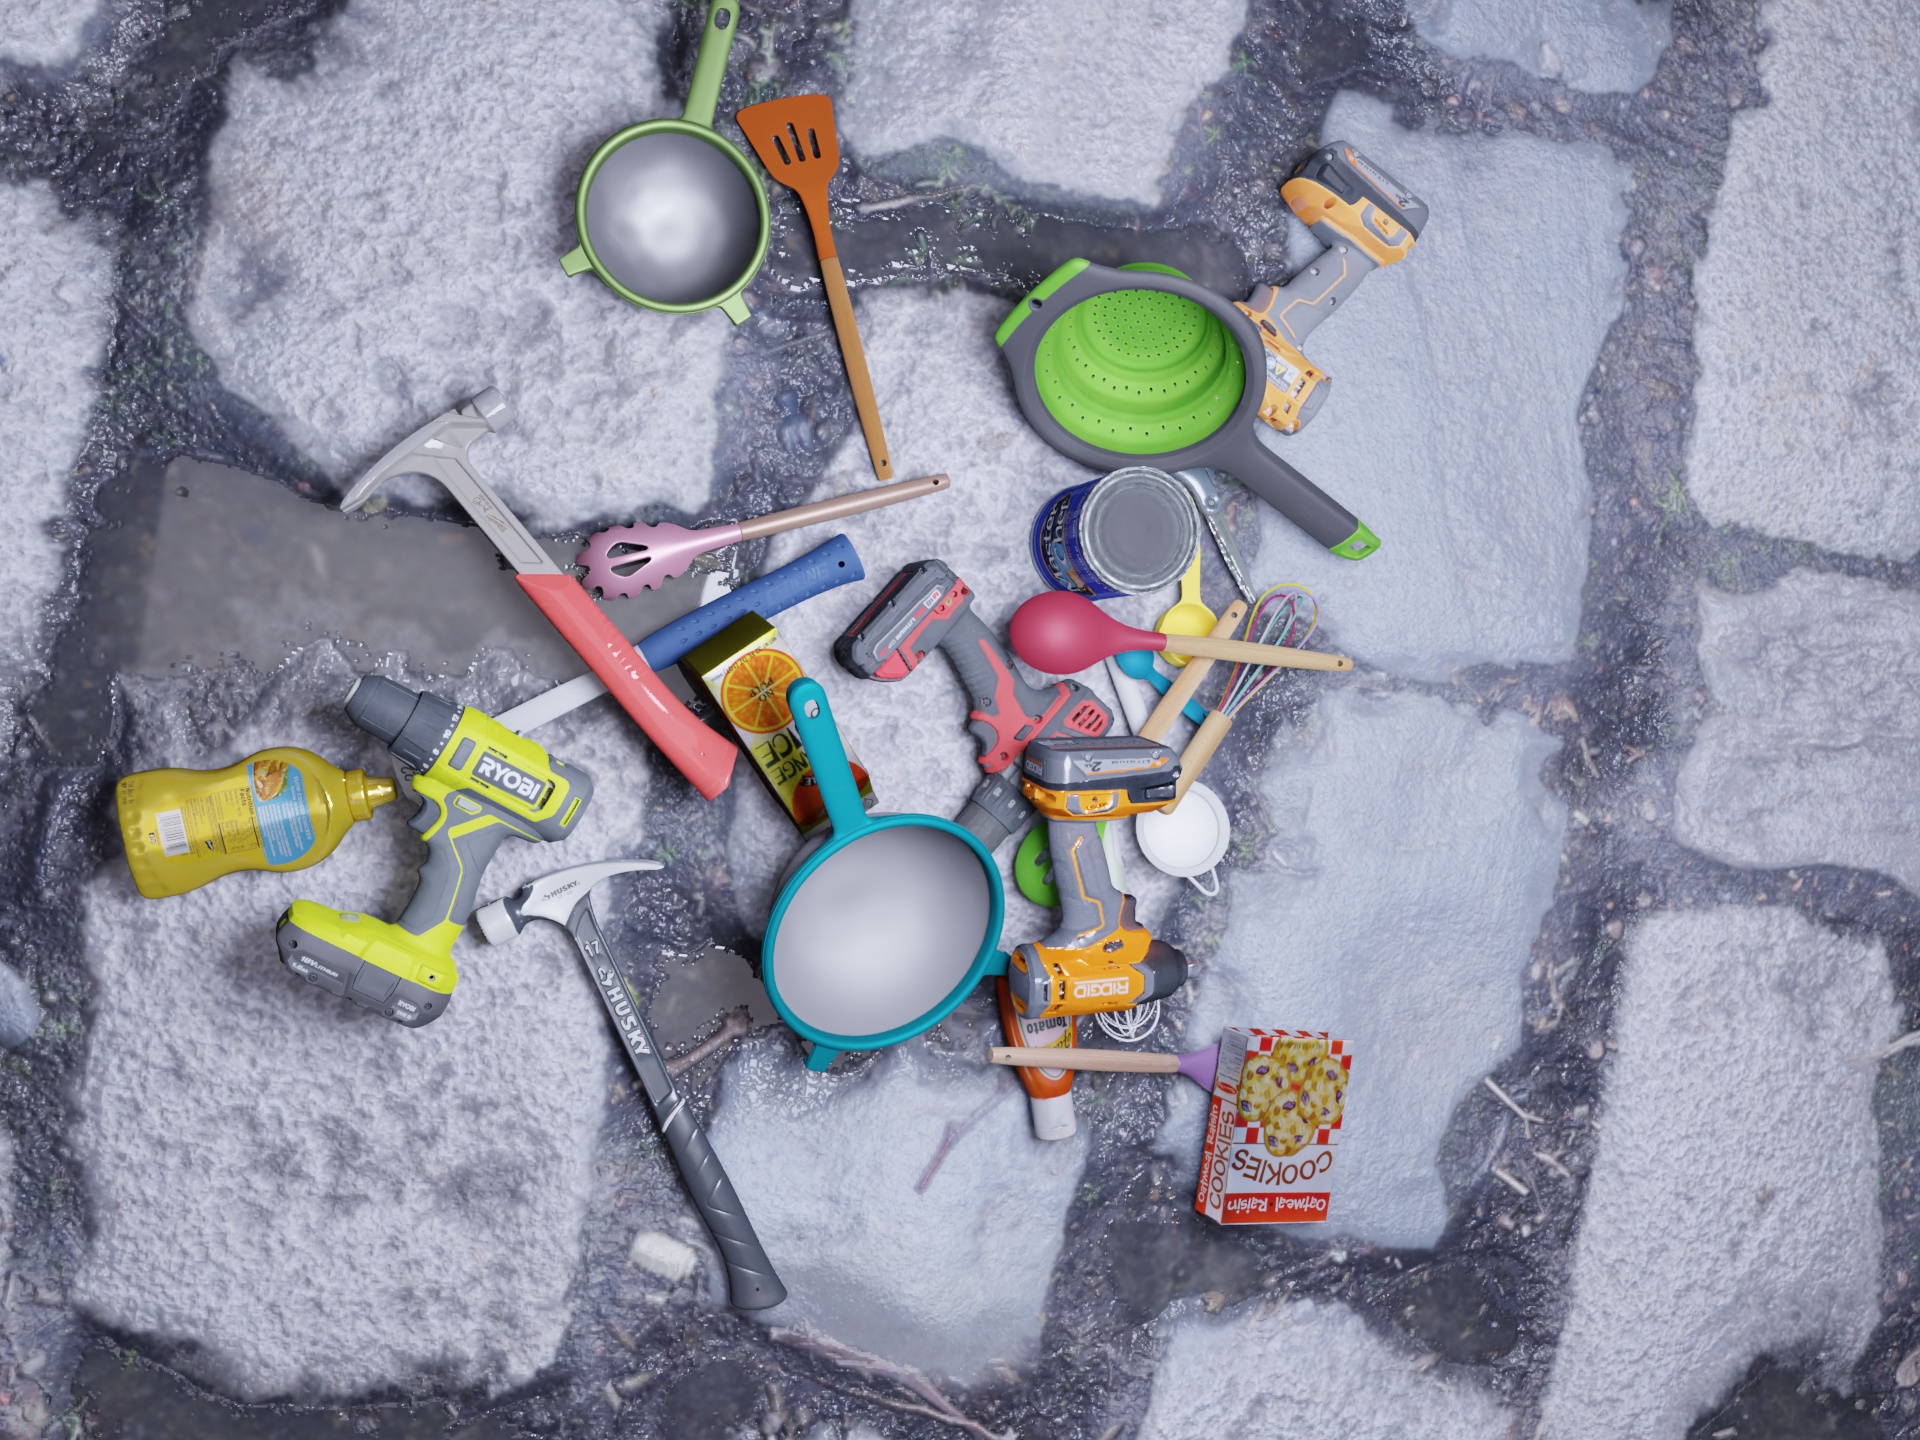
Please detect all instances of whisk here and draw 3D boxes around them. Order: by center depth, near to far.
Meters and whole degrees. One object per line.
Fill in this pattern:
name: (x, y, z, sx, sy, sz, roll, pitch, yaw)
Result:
whisk: (0.134, 0.157, 1.384, 0.059, 0.058, 0.246, -7, 89, 17)
whisk: (0.235, -0.022, 1.384, 0.047, 0.051, 0.245, 40, 75, -19)

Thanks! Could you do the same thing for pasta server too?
pasta server: (-0.158, -0.162, 1.313, 0.316, 0.040, 0.060, -16, 96, -17)

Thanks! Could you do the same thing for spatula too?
spatula: (-0.104, -0.358, 1.321, 0.081, 0.041, 0.322, -17, 100, -13)
spatula: (0.165, 0.300, 1.382, 0.315, 0.018, 0.060, 9, 91, -26)

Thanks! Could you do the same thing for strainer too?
strainer: (-0.217, -0.444, 1.265, 0.151, 0.069, 0.256, 14, 88, -11)
strainer: (-0.091, 0.102, 1.266, 0.211, 0.095, 0.340, -25, 120, -17)
strainer: (0.168, 0.031, 1.391, 0.087, 0.050, 0.258, -20, 91, -17)

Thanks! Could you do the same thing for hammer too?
hammer: (-0.308, -0.077, 1.236, 0.149, 0.037, 0.359, -40, 97, -11)
hammer: (-0.267, -0.050, 1.284, 0.405, 0.035, 0.144, -28, 98, -11)
hammer: (-0.240, 0.303, 1.304, 0.149, 0.036, 0.409, -26, 98, -12)

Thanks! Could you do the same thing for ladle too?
ladle: (0.193, -0.062, 1.337, 0.315, 0.031, 0.069, 5, 89, -19)

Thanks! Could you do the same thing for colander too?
colander: (0.212, -0.268, 1.343, 0.396, 0.204, 0.095, 31, 46, -25)

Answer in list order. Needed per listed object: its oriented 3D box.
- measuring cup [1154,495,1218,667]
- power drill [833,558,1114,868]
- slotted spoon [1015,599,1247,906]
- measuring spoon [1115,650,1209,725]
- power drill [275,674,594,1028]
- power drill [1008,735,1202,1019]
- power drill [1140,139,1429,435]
measuring cup: (0.197, -0.123, 1.404, 0.062, 0.029, 0.156, 3, 79, -18)
power drill: (-0.002, -0.004, 1.331, 0.226, 0.080, 0.188, 43, 82, -14)
slotted spoon: (0.151, 0.026, 1.360, 0.070, 0.031, 0.314, 35, 86, 2)
measuring spoon: (0.185, -0.034, 1.389, 0.128, 0.021, 0.042, 38, 45, -23)
power drill: (-0.411, 0.094, 1.192, 0.190, 0.080, 0.228, 32, 84, -22)
power drill: (0.125, 0.129, 1.307, 0.164, 0.084, 0.226, -1, 99, -18)
power drill: (0.278, -0.389, 1.384, 0.185, 0.084, 0.226, 33, 89, -11)
